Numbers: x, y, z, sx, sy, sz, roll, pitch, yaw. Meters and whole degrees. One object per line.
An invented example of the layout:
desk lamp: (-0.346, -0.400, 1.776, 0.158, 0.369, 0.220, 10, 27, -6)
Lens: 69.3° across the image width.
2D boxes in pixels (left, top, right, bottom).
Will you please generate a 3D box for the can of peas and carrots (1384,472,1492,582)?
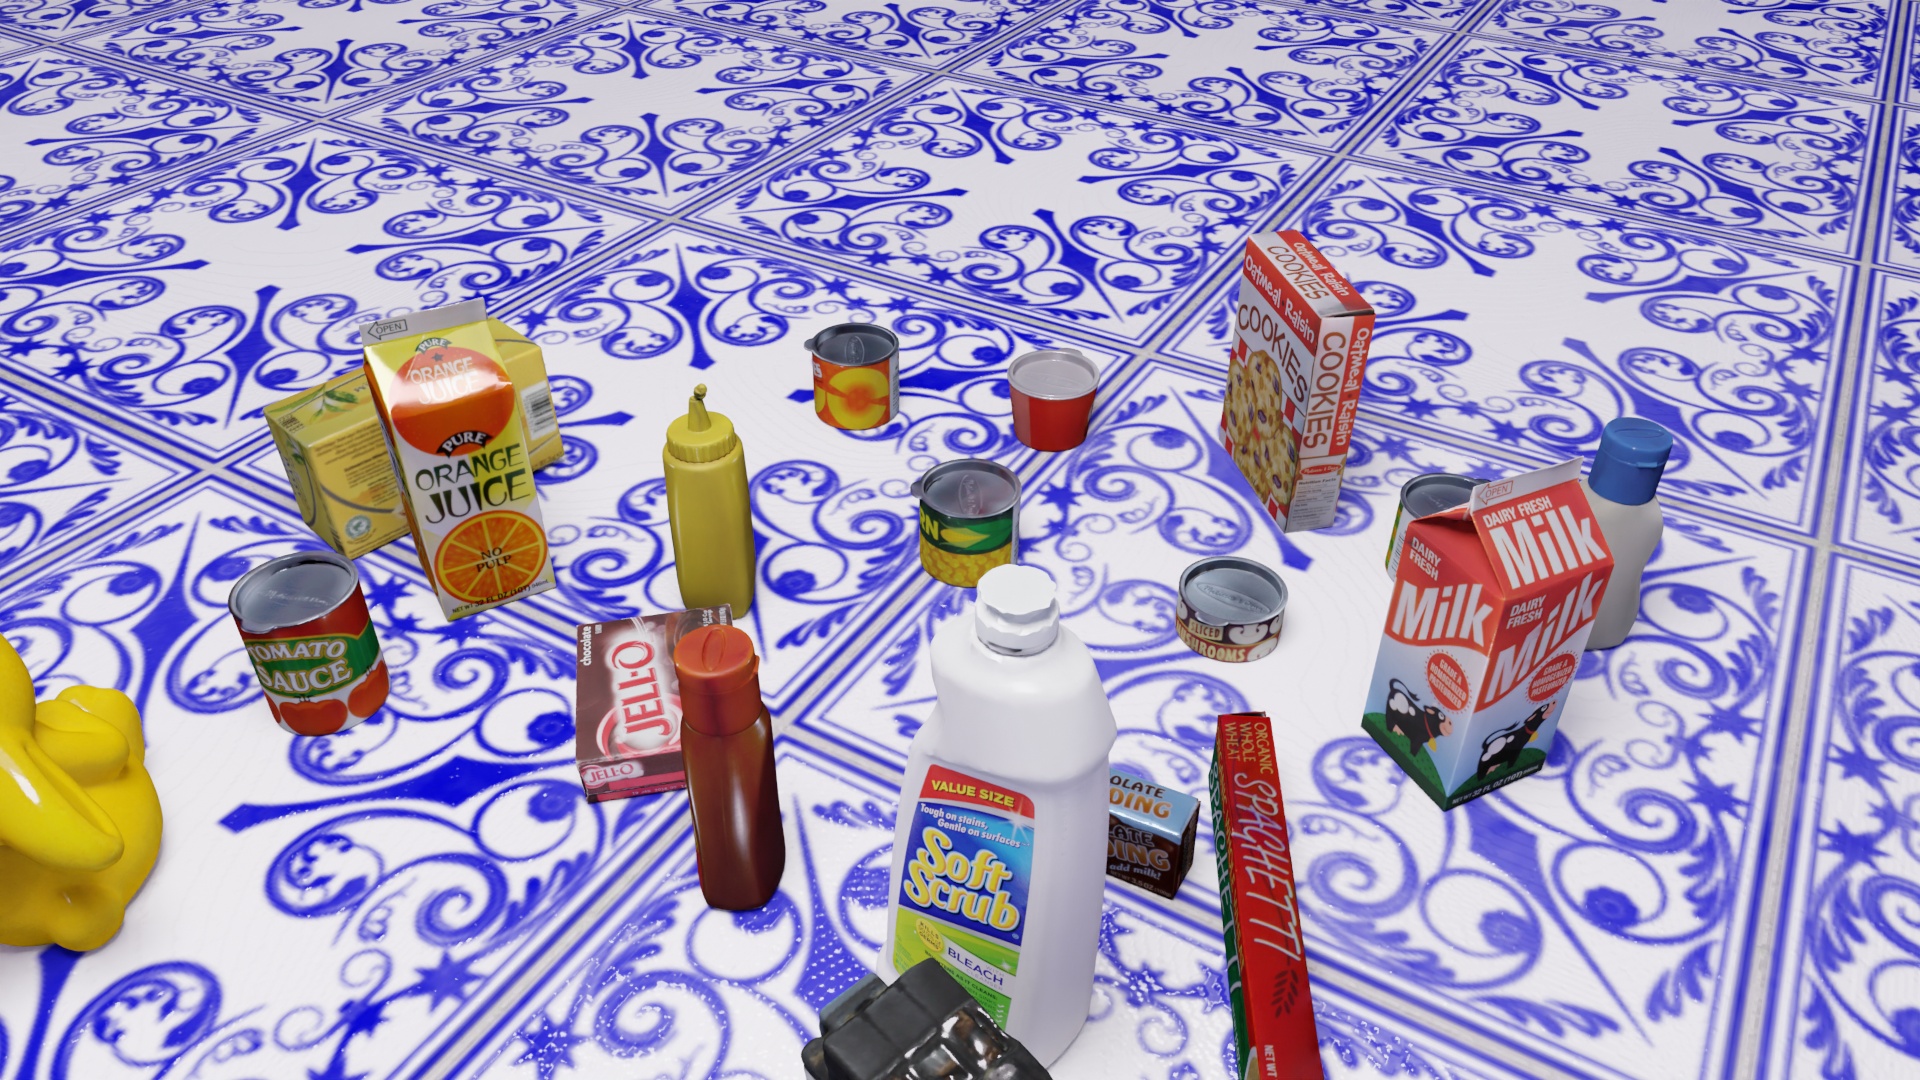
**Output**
can of peas and carrots: (0.313, -0.003, 0.893, 0.071, 0.058, 0.071, 0, 37, 0)

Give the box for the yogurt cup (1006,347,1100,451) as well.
yogurt cup: (0.068, -0.102, 1.024, 0.072, 0.053, 0.073, 0, 37, 0)

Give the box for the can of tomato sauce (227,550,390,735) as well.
can of tomato sauce: (-0.363, 0.059, 0.779, 0.071, 0.082, 0.071, 0, 37, 0)

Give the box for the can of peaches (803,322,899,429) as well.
can of peaches: (-0.081, -0.124, 1.048, 0.071, 0.057, 0.071, 0, 37, 0)

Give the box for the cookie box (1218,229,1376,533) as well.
cookie box: (0.225, -0.109, 0.942, 0.040, 0.166, 0.123, -7, 38, -10)

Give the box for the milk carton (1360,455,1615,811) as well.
milk carton: (0.274, 0.042, 0.723, 0.072, 0.189, 0.074, -15, 40, -20)

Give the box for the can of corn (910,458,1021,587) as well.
can of corn: (0.003, -0.011, 0.900, 0.071, 0.058, 0.071, 0, 37, 0)

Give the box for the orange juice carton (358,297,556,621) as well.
orange juice carton: (-0.304, -0.054, 0.840, 0.072, 0.191, 0.073, -19, 41, -24)

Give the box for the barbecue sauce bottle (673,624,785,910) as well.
barbecue sauce bottle: (-0.110, 0.107, 0.665, 0.044, 0.147, 0.065, 0, 37, -1)

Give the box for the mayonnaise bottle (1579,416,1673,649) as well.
mayonnaise bottle: (0.379, -0.002, 0.819, 0.065, 0.147, 0.041, 1, 37, 0)

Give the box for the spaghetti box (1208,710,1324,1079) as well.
spaghetti box: (0.141, 0.183, 0.650, 0.029, 0.049, 0.251, 3, 37, 3)

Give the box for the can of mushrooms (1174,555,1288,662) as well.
can of mushrooms: (0.164, 0.043, 0.851, 0.071, 0.033, 0.071, 0, 37, 0)

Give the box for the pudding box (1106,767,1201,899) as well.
pudding box: (0.076, 0.142, 0.704, 0.084, 0.049, 0.030, 17, 40, 21)

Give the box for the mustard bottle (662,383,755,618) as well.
mustard bottle: (-0.152, -0.027, 0.834, 0.049, 0.159, 0.065, -2, 37, -4)
